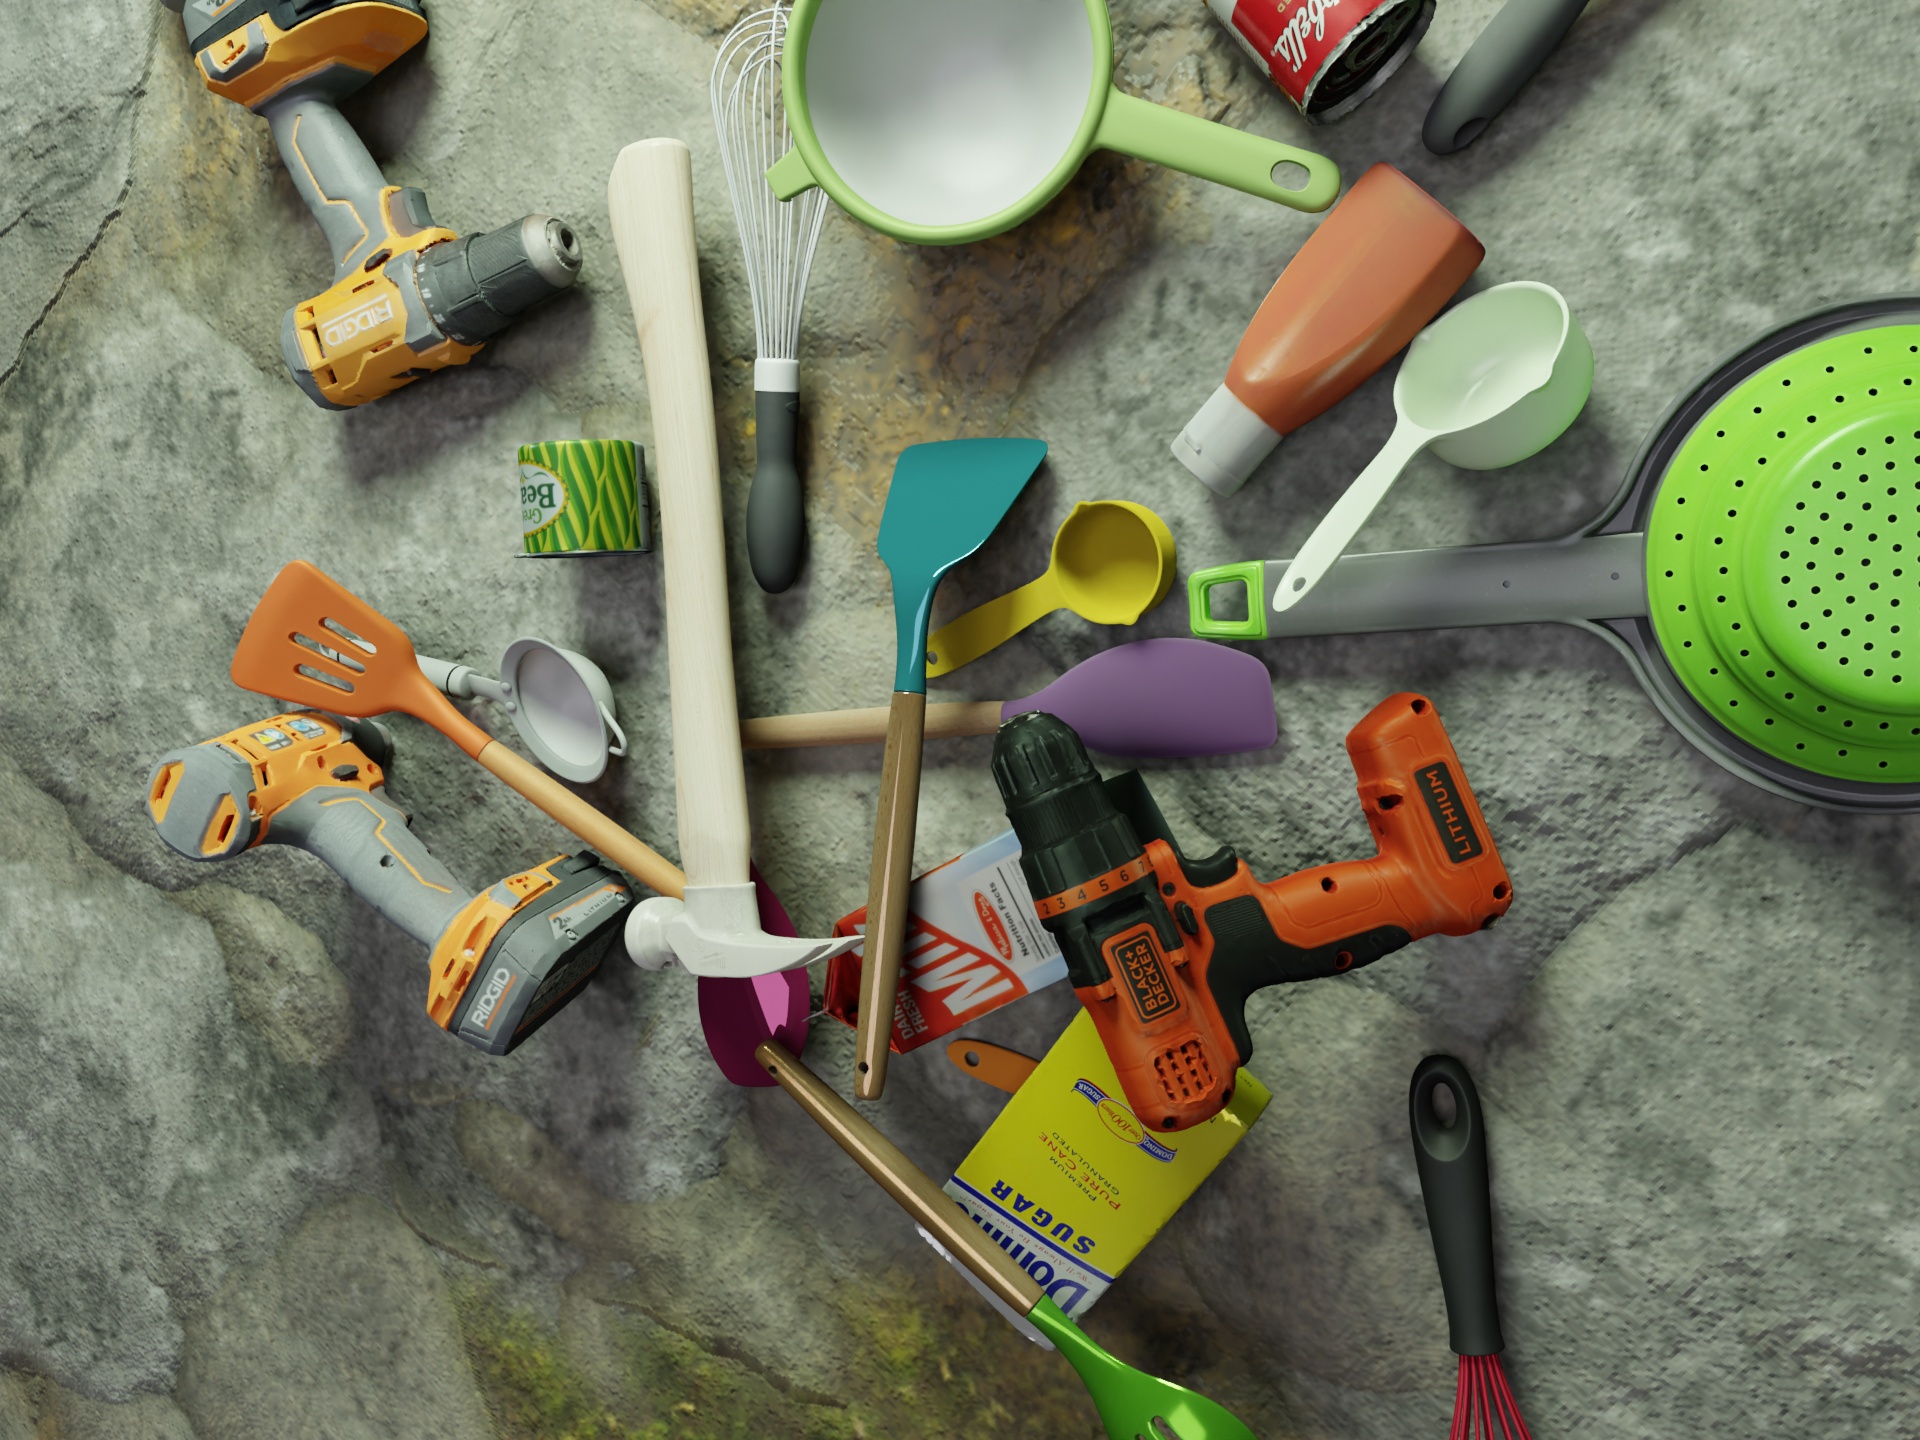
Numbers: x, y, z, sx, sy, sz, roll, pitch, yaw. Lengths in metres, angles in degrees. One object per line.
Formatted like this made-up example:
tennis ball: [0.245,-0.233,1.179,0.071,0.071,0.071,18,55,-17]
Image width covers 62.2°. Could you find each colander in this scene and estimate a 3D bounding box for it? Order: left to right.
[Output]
colander: [0.274,-0.057,0.622,0.397,0.094,0.204,-2,95,24]

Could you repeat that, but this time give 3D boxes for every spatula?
spatula: [-0.239,0.032,0.852,0.322,0.041,0.081,35,103,3]
spatula: [-0.019,0.015,0.741,0.082,0.044,0.317,3,82,28]
spatula: [-0.001,-0.003,0.787,0.316,0.018,0.059,-4,109,25]

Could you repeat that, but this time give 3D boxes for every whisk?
whisk: [-0.091,-0.204,0.788,0.070,0.070,0.284,7,103,23]
whisk: [0.232,0.296,0.702,0.073,0.073,0.296,-9,85,24]
whisk: [0.268,-0.326,0.626,0.055,0.055,0.239,45,115,13]

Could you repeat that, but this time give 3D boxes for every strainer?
strainer: [-0.272,-0.022,0.894,0.258,0.050,0.086,12,122,28]
strainer: [0.048,-0.274,0.721,0.256,0.069,0.151,20,104,8]

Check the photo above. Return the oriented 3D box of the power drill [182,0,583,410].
power drill: [-0.309,-0.302,0.861,0.185,0.084,0.226,-16,94,24]

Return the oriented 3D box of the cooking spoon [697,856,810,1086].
cooking spoon: [-0.123,0.032,0.825,0.069,0.017,0.319,-7,89,25]

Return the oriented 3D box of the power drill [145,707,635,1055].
power drill: [-0.297,0.071,0.865,0.226,0.164,0.084,32,108,4]

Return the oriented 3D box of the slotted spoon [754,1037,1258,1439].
slotted spoon: [0.015,0.261,0.757,0.314,0.031,0.070,40,123,16]

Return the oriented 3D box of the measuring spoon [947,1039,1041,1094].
measuring spoon: [0.044,0.185,0.792,0.117,0.011,0.021,17,102,20]

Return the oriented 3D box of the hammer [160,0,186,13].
hammer: [-0.311,-0.543,0.858,0.405,0.035,0.144,-18,88,24]

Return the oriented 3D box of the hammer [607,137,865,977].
hammer: [-0.124,-0.080,0.779,0.146,0.038,0.410,-6,89,42]

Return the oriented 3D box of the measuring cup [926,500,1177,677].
measuring cup: [0.037,-0.056,0.769,0.156,0.029,0.062,-27,85,35]

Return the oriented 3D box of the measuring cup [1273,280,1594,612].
measuring cup: [0.193,-0.103,0.656,0.167,0.038,0.083,-51,33,6]
